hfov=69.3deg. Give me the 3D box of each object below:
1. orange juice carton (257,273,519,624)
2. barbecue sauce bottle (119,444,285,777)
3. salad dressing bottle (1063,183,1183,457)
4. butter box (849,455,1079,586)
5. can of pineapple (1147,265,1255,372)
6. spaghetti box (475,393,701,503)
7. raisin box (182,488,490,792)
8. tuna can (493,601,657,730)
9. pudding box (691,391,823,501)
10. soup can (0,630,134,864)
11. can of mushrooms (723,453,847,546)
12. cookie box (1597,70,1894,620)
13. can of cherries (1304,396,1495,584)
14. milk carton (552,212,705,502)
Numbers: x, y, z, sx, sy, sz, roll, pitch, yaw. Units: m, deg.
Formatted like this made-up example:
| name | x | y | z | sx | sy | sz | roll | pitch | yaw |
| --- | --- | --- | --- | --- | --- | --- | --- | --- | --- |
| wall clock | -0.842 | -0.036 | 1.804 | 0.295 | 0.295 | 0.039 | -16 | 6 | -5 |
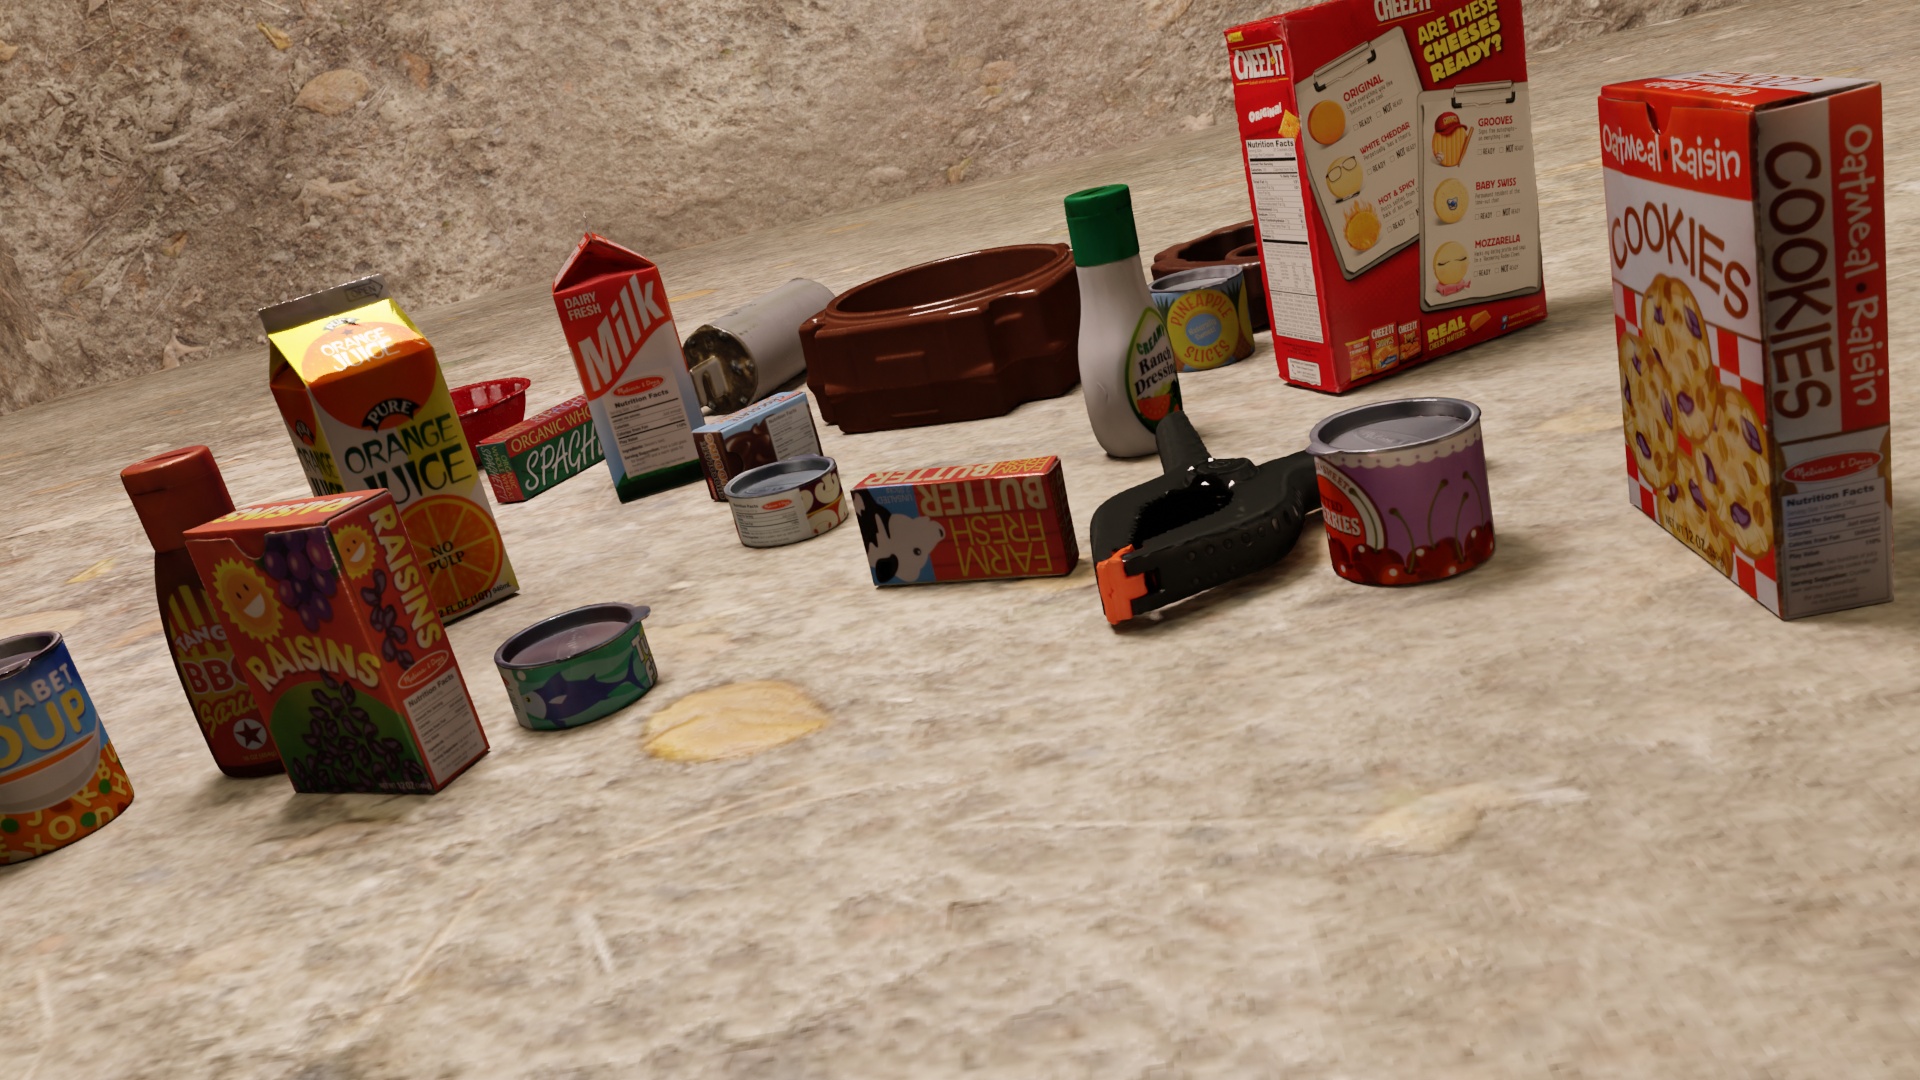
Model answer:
| name | x | y | z | sx | sy | sz | roll | pitch | yaw |
| --- | --- | --- | --- | --- | --- | --- | --- | --- | --- |
| orange juice carton | -0.325 | -0.048 | 0.783 | 0.072 | 0.192 | 0.073 | -28 | 23 | -36 |
| barbecue sauce bottle | -0.329 | 0.032 | 0.626 | 0.065 | 0.148 | 0.044 | -11 | 19 | 10 |
| salad dressing bottle | 0.089 | -0.122 | 0.776 | 0.044 | 0.147 | 0.064 | 3 | 25 | 42 |
| butter box | 0.002 | -0.008 | 0.657 | 0.103 | 0.053 | 0.024 | -5 | 20 | 26 |
| can of pineapple | 0.164 | -0.151 | 0.947 | 0.071 | 0.057 | 0.071 | -12 | 19 | 4 |
| spaghetti box | -0.286 | -0.097 | 1.120 | 0.028 | 0.050 | 0.251 | -3 | 21 | 29 |
| raisin box | -0.261 | 0.044 | 0.582 | 0.086 | 0.123 | 0.040 | -4 | 21 | 27 |
| tuna can | -0.170 | 0.055 | 0.627 | 0.071 | 0.032 | 0.071 | -12 | 19 | 4 |
| pudding box | -0.132 | -0.063 | 0.914 | 0.030 | 0.049 | 0.084 | 2 | 24 | 40 |
| soup can | -0.418 | 0.092 | 0.617 | 0.071 | 0.083 | 0.071 | -12 | 18 | 4 |
| can of mushrooms | -0.099 | -0.024 | 0.804 | 0.071 | 0.033 | 0.071 | -12 | 19 | 4 |
| cookie box | 0.268 | -0.074 | 0.482 | 0.040 | 0.167 | 0.123 | -11 | 19 | 7 |
| can of cherries | 0.176 | -0.020 | 0.561 | 0.071 | 0.058 | 0.072 | -12 | 19 | 4 |
| milk carton | -0.231 | -0.131 | 0.961 | 0.073 | 0.190 | 0.072 | -18 | 19 | -12 |
